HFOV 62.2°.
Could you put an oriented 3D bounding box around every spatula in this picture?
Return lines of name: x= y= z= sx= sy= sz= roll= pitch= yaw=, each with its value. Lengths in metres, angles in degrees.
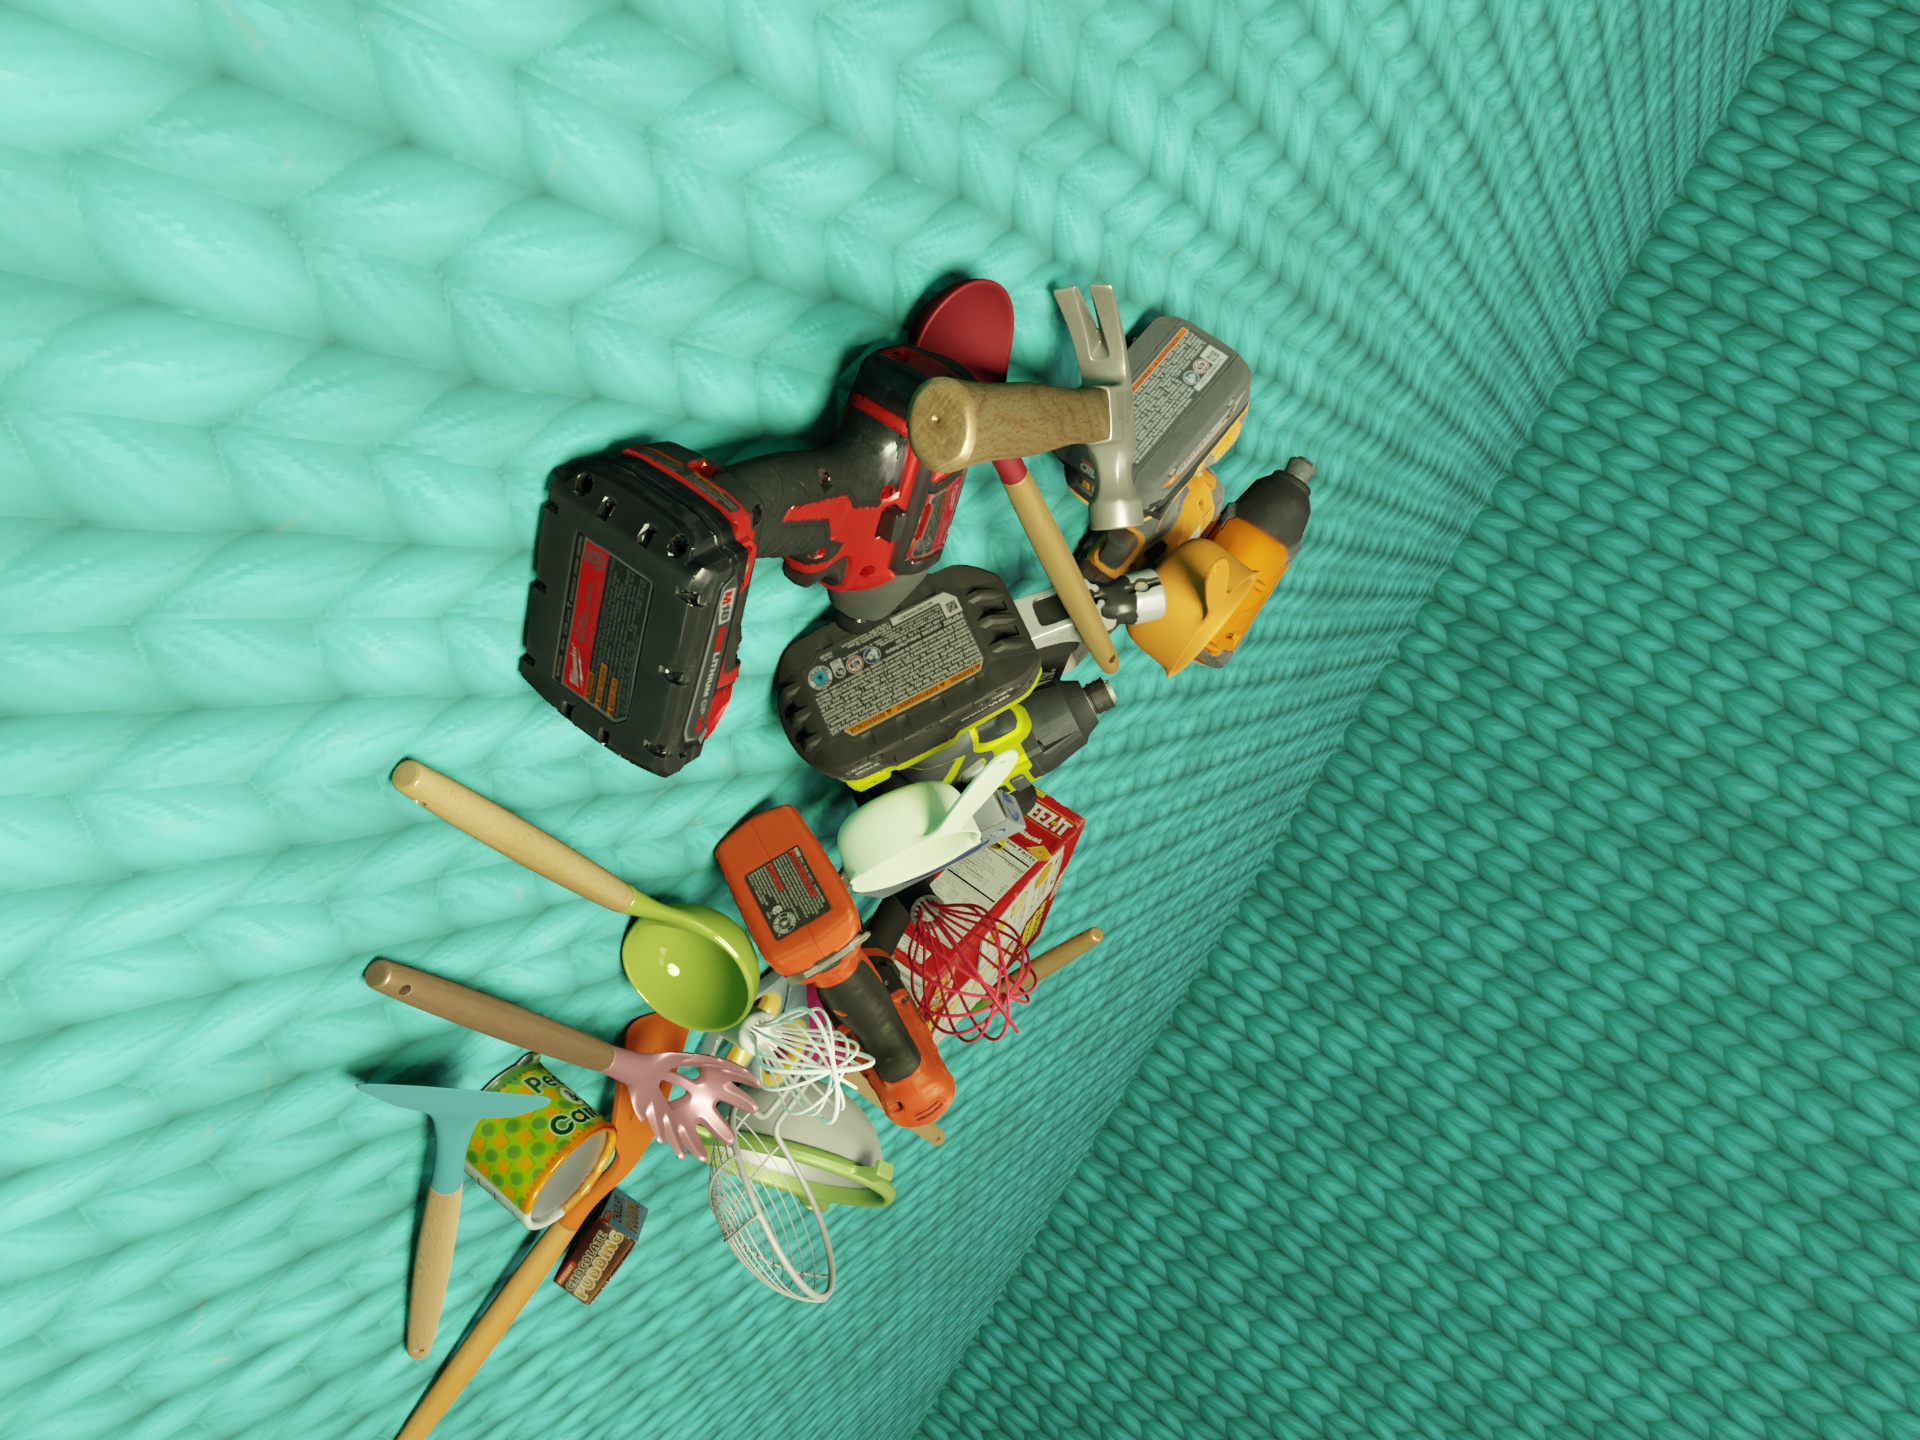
spatula: x=-0.257 y=0.316 z=0.961 sx=0.322 sy=0.041 sz=0.081 roll=-54 pitch=163 yaw=5
spatula: x=-0.265 y=0.256 z=0.802 sx=0.044 sy=0.082 sz=0.317 roll=-99 pitch=-157 yaw=-46

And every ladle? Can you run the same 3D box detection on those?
ladle: x=-0.174 y=0.088 z=0.742 sx=0.320 sy=0.078 sz=0.062 roll=55 pitch=46 yaw=-65
ladle: x=0.039 y=-0.115 z=0.852 sx=0.069 sy=0.031 sz=0.315 roll=-44 pitch=142 yaw=-9

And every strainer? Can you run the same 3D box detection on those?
strainer: x=-0.111 y=0.313 z=1.172 sx=0.256 sy=0.151 sz=0.069 roll=88 pitch=15 yaw=-65

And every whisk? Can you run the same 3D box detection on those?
whisk: x=-0.015 y=0.126 z=0.985 sx=0.073 sy=0.073 sz=0.296 roll=-57 pitch=-162 yaw=2
whisk: x=-0.108 y=0.174 z=0.880 sx=0.057 sy=0.059 sz=0.246 roll=-10 pitch=-177 yaw=-24

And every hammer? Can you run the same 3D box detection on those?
hammer: x=0.040 y=0.002 z=1.101 sx=0.146 sy=0.035 sz=0.334 roll=-15 pitch=158 yaw=-12
hammer: x=0.039 y=-0.144 z=0.742 sx=0.331 sy=0.031 sz=0.130 roll=-33 pitch=119 yaw=-70

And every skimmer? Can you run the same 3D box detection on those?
skimmer: x=-0.060 y=0.203 z=1.047 sx=0.127 sy=0.090 sz=0.363 roll=61 pitch=42 yaw=-31

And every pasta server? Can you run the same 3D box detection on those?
pasta server: x=-0.188 y=0.167 z=0.794 sx=0.060 sy=0.040 sz=0.316 roll=-53 pitch=152 yaw=-7

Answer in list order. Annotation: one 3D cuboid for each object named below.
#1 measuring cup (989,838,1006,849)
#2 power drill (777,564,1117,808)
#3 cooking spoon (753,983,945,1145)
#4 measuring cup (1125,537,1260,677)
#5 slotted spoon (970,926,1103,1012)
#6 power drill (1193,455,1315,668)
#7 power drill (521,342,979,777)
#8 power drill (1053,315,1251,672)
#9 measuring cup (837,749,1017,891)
measuring cup: x=-0.004 y=0.049 z=1.122 sx=0.029 sy=0.062 sz=0.156 roll=-62 pitch=153 yaw=-15
power drill: x=-0.001 y=-0.003 z=0.908 sx=0.171 sy=0.080 sz=0.223 roll=-27 pitch=161 yaw=5
cooking spoon: x=-0.077 y=0.269 z=1.196 sx=0.069 sy=0.017 sz=0.318 roll=-44 pitch=142 yaw=-6
measuring cup: x=0.145 y=-0.088 z=1.021 sx=0.095 sy=0.052 sz=0.173 roll=-48 pitch=166 yaw=-4
slotted spoon: x=0.036 y=0.234 z=1.384 sx=0.070 sy=0.031 sz=0.313 roll=-41 pitch=179 yaw=-39
power drill: x=0.211 y=-0.120 z=1.230 sx=0.164 sy=0.084 sz=0.226 roll=-57 pitch=178 yaw=3
power drill: x=-0.077 y=-0.071 z=0.682 sx=0.220 sy=0.079 sz=0.143 roll=-35 pitch=153 yaw=-48
power drill: x=0.107 y=-0.135 z=1.043 sx=0.185 sy=0.084 sz=0.226 roll=-50 pitch=165 yaw=-14
measuring cup: x=-0.014 y=0.041 z=0.832 sx=0.083 sy=0.038 sz=0.167 roll=-14 pitch=159 yaw=-31
